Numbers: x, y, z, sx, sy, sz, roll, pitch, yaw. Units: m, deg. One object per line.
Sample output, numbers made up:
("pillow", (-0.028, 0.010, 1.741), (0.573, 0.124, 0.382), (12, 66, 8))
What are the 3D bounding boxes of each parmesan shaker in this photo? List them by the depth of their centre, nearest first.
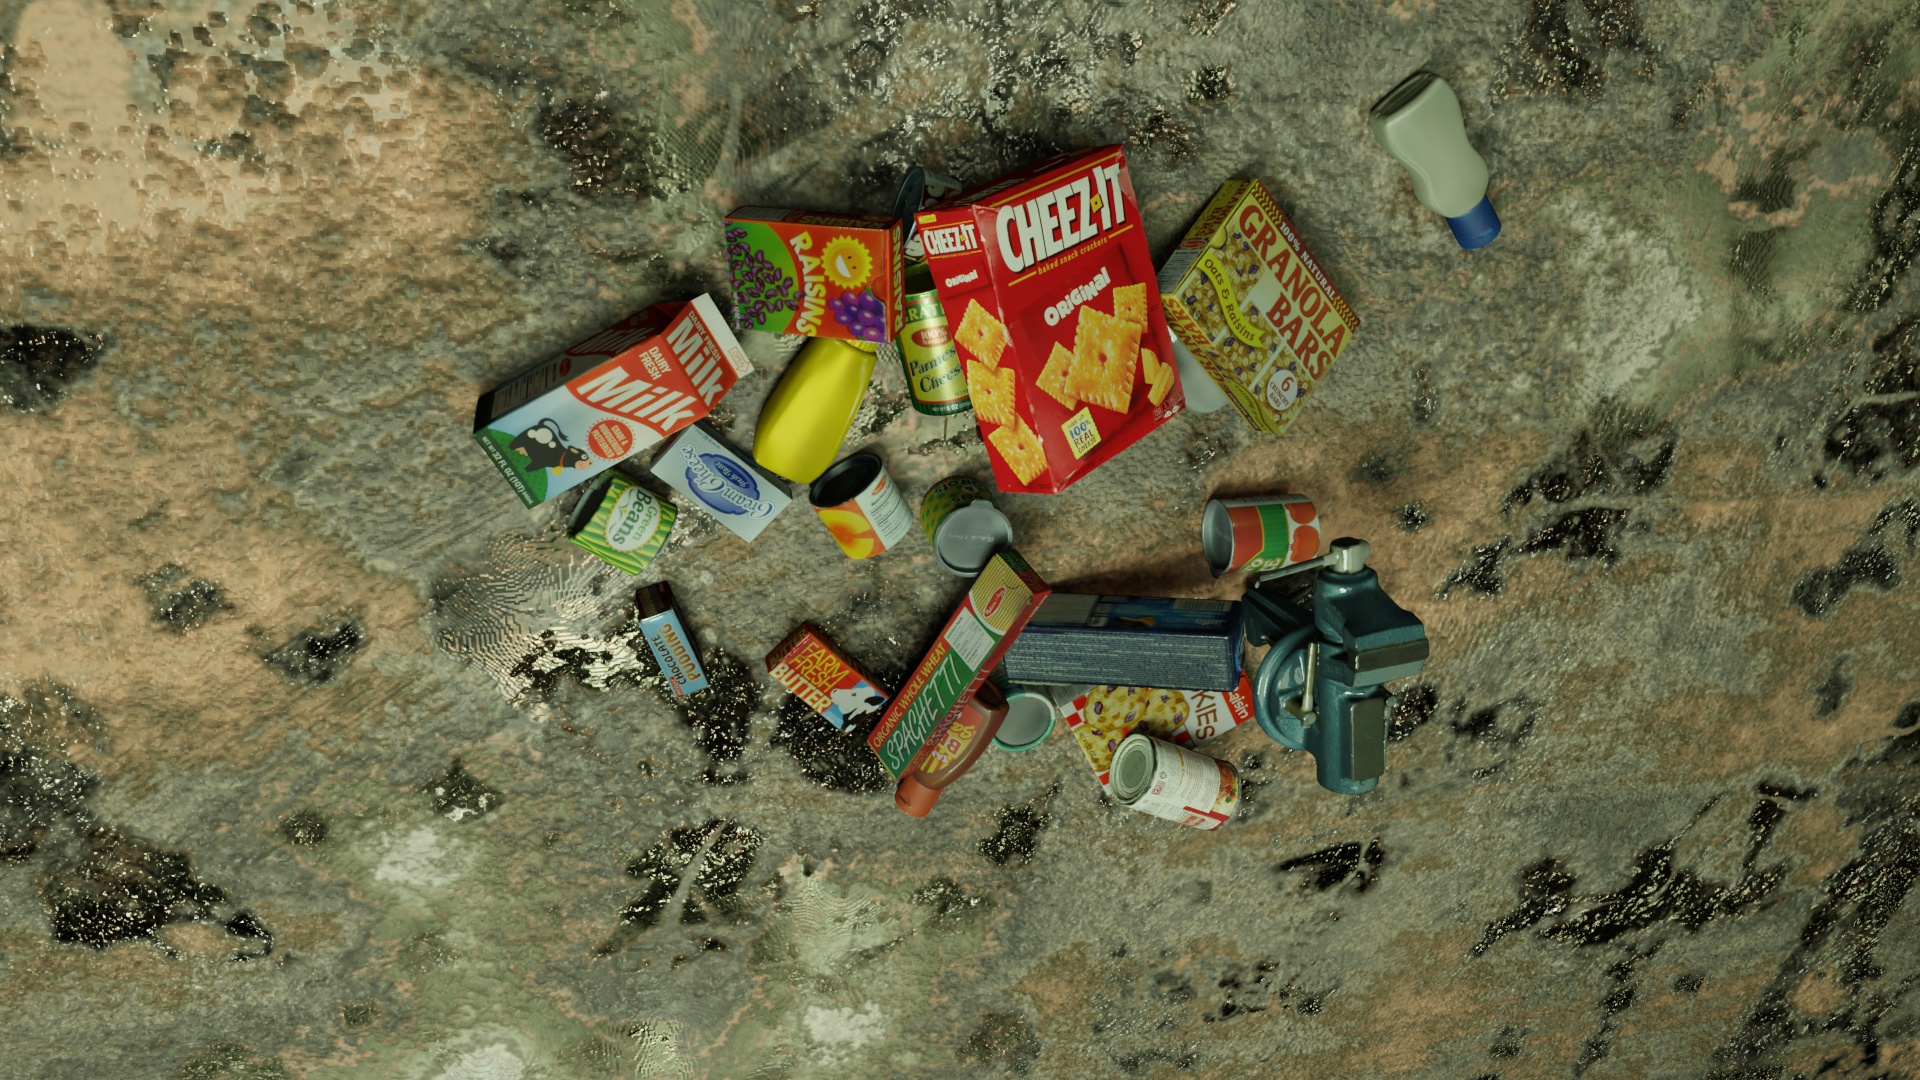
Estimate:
("parmesan shaker", (-0.014, -0.155, 1.058), (0.071, 0.071, 0.102), (-18, 121, -6))

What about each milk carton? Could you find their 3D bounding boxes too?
("milk carton", (-0.251, -0.108, 1.014), (0.190, 0.074, 0.072), (-29, 121, 0))

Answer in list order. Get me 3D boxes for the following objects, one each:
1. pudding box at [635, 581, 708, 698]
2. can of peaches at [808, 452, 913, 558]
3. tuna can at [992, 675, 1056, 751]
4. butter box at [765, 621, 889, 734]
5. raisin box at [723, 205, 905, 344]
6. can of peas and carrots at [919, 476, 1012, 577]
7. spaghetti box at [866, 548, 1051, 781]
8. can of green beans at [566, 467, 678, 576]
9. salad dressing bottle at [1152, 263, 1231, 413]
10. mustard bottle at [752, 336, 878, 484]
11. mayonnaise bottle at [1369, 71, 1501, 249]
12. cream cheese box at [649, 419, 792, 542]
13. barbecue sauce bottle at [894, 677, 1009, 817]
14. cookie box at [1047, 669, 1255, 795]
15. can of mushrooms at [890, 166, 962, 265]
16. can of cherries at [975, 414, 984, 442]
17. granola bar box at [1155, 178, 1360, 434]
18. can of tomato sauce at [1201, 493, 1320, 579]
("pudding box", (-0.236, 0.081, 1.132), (0.030, 0.050, 0.083), (-21, 121, -5))
("can of peaches", (-0.080, -0.027, 1.111), (0.071, 0.071, 0.058), (-30, 121, 2))
("tuna can", (0.050, 0.159, 1.262), (0.071, 0.033, 0.070), (-7, 118, -12))
("butter box", (-0.115, 0.120, 1.201), (0.053, 0.024, 0.103), (-41, 120, 9))
("raisin box", (-0.103, -0.192, 0.998), (0.123, 0.040, 0.085), (8, 119, 14))
("can of peas and carrots", (0.004, -0.014, 1.143), (0.071, 0.059, 0.070), (-7, 118, -12))
("spaghetti box", (-0.006, 0.109, 1.171), (0.029, 0.050, 0.248), (-13, 145, -47))
("can of green beans", (-0.260, -0.014, 1.065), (0.058, 0.071, 0.071), (34, 104, -27))
("salad dressing bottle", (0.170, -0.168, 1.117), (0.064, 0.044, 0.147), (-39, 119, 3))
("mustard bottle", (-0.101, -0.122, 1.063), (0.065, 0.049, 0.159), (25, 107, -23))
("mayonnaise bottle", (0.386, -0.298, 1.110), (0.064, 0.041, 0.147), (-38, 121, 8))
("cream cheese box", (-0.188, -0.048, 1.092), (0.053, 0.024, 0.103), (-45, 119, 12))
("barbecue sauce bottle", (-0.013, 0.185, 1.245), (0.044, 0.065, 0.147), (-9, 136, -49))
("cookie box", (0.182, 0.148, 1.289), (0.167, 0.040, 0.122), (-29, 121, 0))
("can of mushrooms", (-0.027, -0.234, 1.013), (0.033, 0.071, 0.070), (13, 113, -22))
("can of cherries", (0.048, -0.104, 1.105), (0.058, 0.072, 0.071), (7, 115, -19))
("granola bar box", (0.235, -0.184, 1.102), (0.165, 0.039, 0.124), (44, 75, -30))
("can of tomato sauce", (0.262, -0.004, 1.215), (0.083, 0.071, 0.070), (-5, 118, -14))
